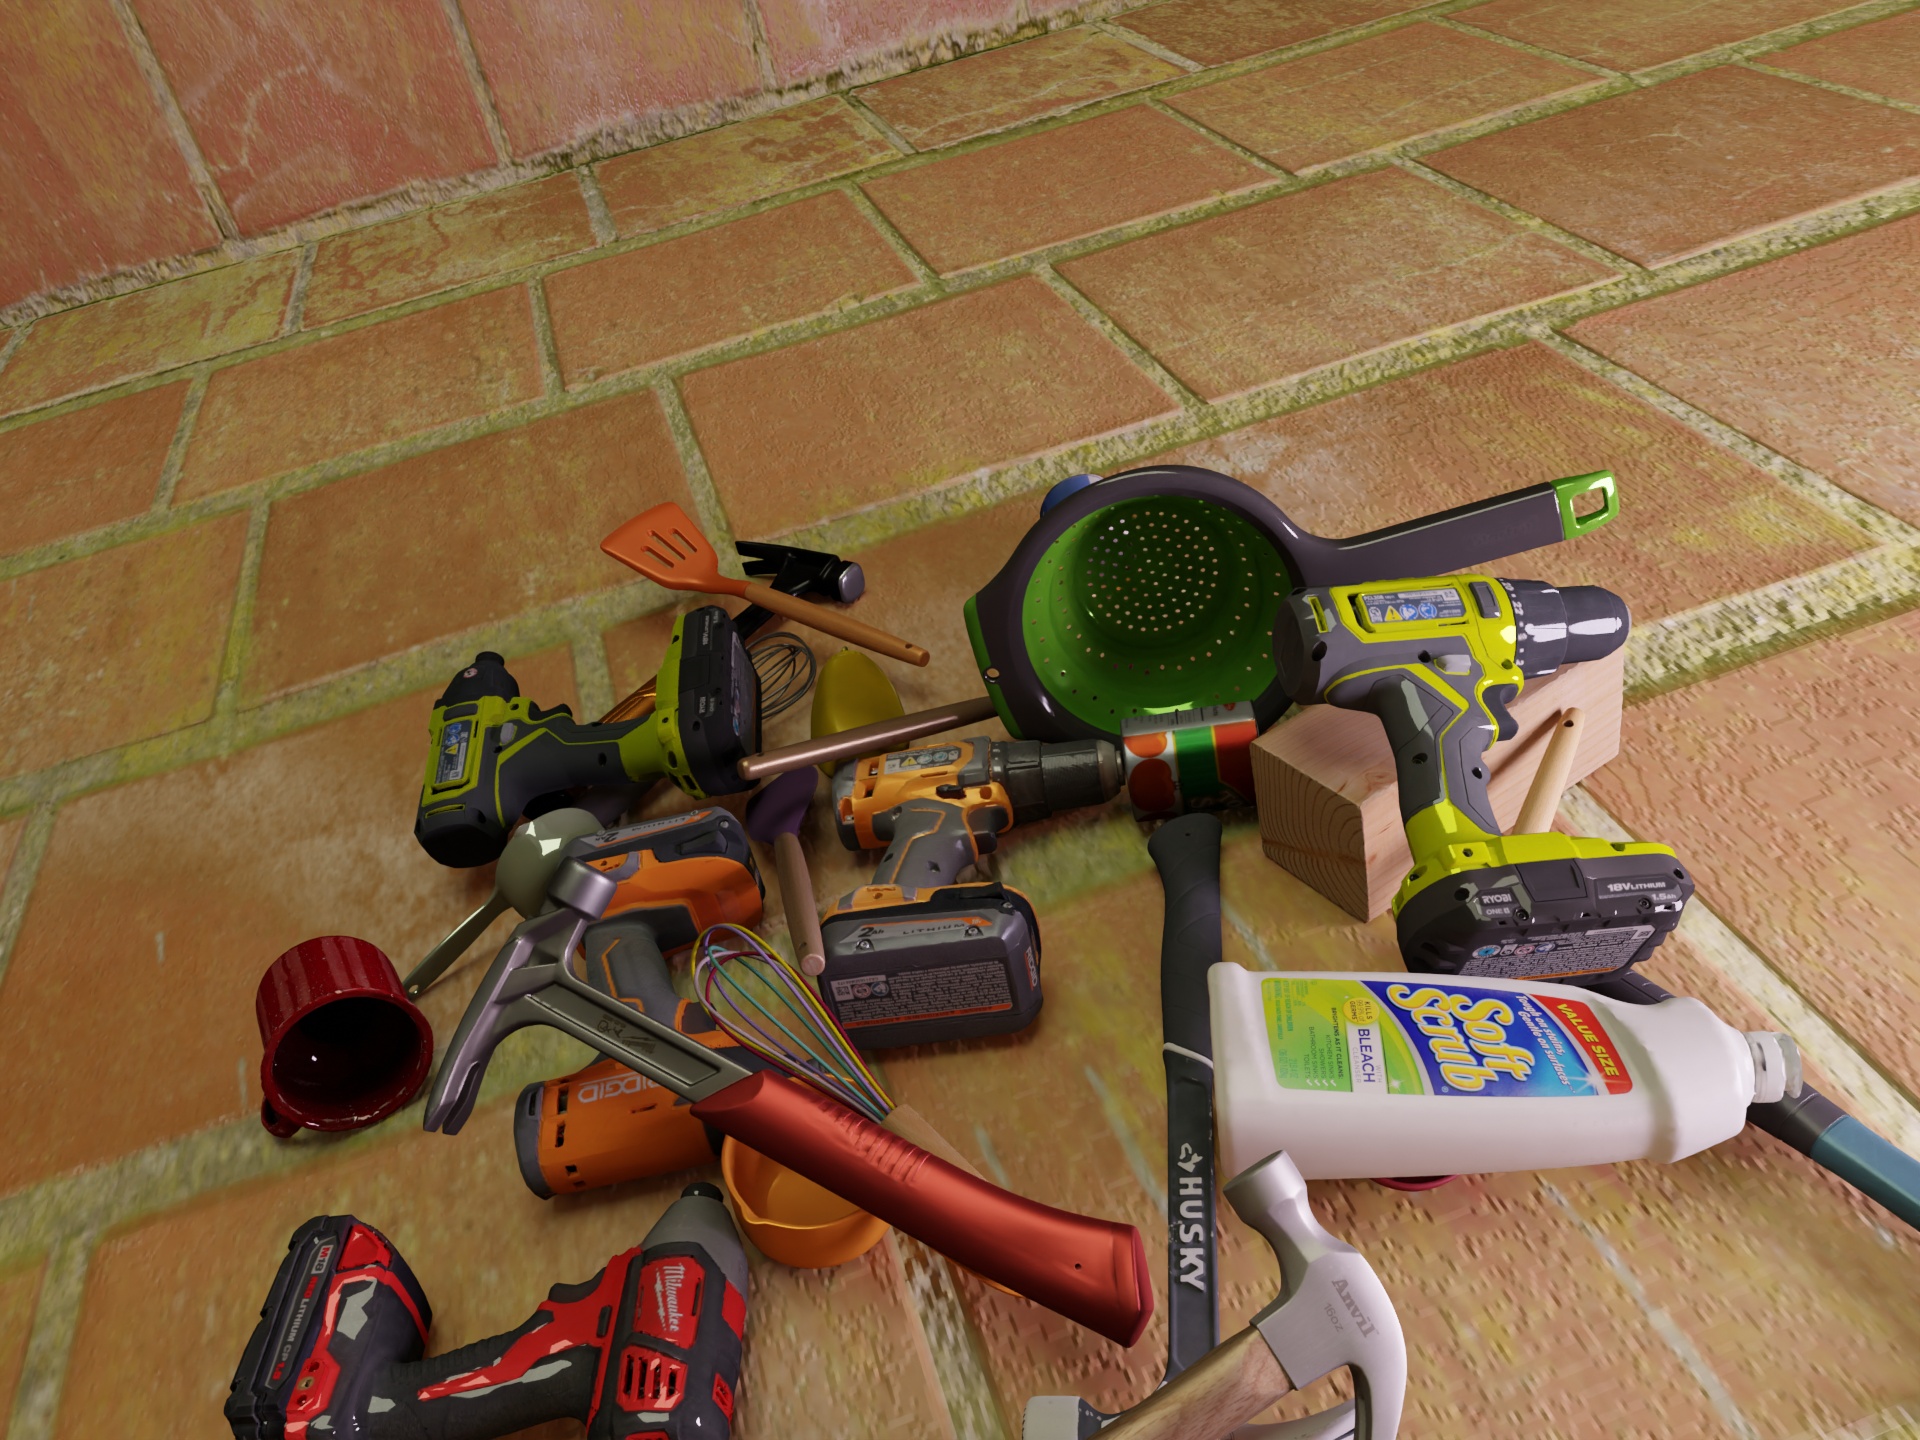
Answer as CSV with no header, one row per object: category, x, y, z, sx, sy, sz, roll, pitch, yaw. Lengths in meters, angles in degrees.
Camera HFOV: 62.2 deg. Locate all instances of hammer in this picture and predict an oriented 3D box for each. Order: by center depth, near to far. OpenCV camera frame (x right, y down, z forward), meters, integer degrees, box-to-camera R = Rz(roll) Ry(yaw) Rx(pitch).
hammer,0.028,0.313,0.614,0.331,0.031,0.130,-32,76,-8
hammer,0.384,0.180,0.723,0.128,0.033,0.331,-27,37,-20
hammer,-0.081,0.196,0.732,0.359,0.036,0.149,22,79,22
hammer,0.121,0.186,0.802,0.149,0.036,0.409,-4,36,11
hammer,-0.219,-0.036,1.221,0.127,0.034,0.337,14,44,32

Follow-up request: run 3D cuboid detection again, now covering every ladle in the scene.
ladle,0.272,0.109,0.820,0.069,0.031,0.315,15,55,28

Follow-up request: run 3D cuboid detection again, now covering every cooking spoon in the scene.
cooking spoon,-0.002,-0.003,1.053,0.319,0.017,0.069,-14,27,-30

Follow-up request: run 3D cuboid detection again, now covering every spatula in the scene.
spatula,-0.100,0.081,0.951,0.060,0.018,0.316,-37,18,2
spatula,-0.147,-0.100,1.224,0.323,0.041,0.081,22,48,36

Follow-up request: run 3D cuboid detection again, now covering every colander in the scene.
colander,0.203,-0.099,1.010,0.397,0.204,0.095,-15,26,12

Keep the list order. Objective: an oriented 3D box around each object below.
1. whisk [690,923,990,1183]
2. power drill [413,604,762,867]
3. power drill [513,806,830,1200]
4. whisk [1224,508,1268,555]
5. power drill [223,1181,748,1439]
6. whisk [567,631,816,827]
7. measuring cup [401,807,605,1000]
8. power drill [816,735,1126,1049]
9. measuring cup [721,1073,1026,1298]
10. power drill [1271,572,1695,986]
whisk,-0.049,0.182,0.770,0.245,0.051,0.047,38,79,27
power drill,-0.254,0.001,1.087,0.223,0.080,0.171,-12,48,7
power drill,-0.159,0.154,0.903,0.164,0.084,0.227,-12,40,2
whisk,0.242,-0.109,1.151,0.073,0.073,0.296,-16,30,-3
power drill,-0.208,0.285,0.743,0.219,0.078,0.143,-6,36,6
whisk,-0.195,0.014,1.139,0.239,0.055,0.055,-40,43,-25
measuring cup,-0.285,0.127,1.004,0.167,0.083,0.038,-44,58,-13
power drill,0.009,0.085,0.943,0.185,0.084,0.226,-8,31,7
measuring cup,-0.037,0.242,0.770,0.174,0.052,0.095,25,48,25
power drill,0.280,0.018,0.817,0.190,0.080,0.229,-5,55,-6
